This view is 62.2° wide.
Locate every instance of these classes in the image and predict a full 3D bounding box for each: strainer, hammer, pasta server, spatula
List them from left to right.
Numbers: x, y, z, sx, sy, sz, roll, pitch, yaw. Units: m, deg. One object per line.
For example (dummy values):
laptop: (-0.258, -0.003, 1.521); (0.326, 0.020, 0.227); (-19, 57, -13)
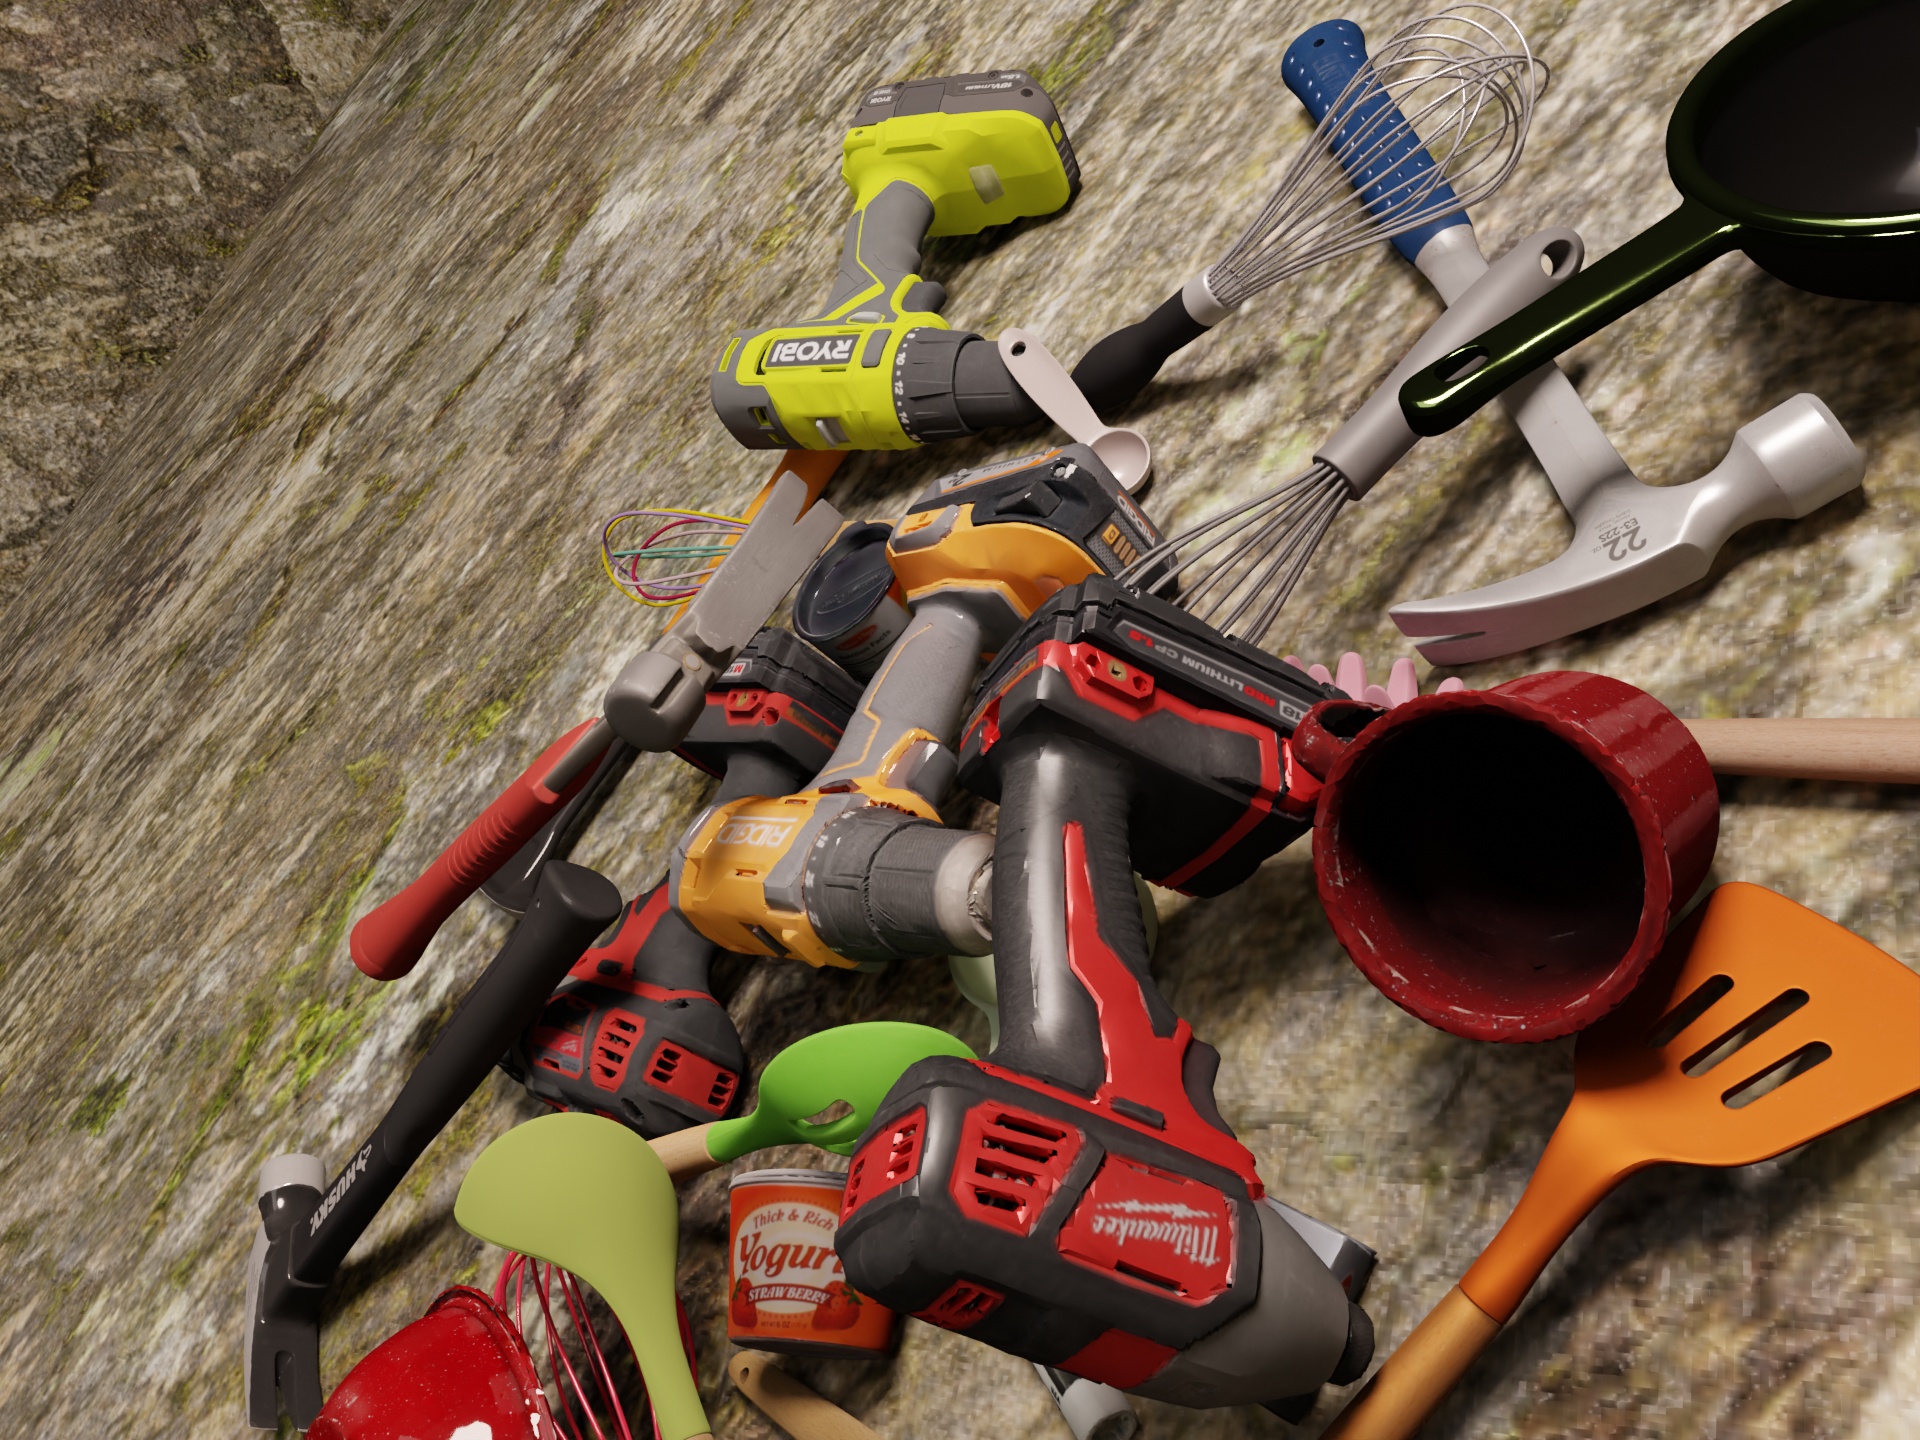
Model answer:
hammer: (-0.242, 0.181, 0.707); (0.334, 0.035, 0.146); (-49, 38, 27)
hammer: (-0.184, 0.028, 0.707); (0.359, 0.036, 0.149); (-37, 17, 41)
hammer: (-0.152, -0.038, 0.874); (0.127, 0.034, 0.337); (21, 75, 52)
spatula: (0.126, 0.175, 0.419); (0.322, 0.041, 0.081); (-51, 36, 5)
hammer: (0.194, -0.183, 0.645); (0.144, 0.035, 0.406); (-32, 40, 22)
pasta server: (0.225, 0.000, 0.454); (0.316, 0.060, 0.040); (2, 94, 43)
strainer: (0.259, -0.146, 0.497); (0.256, 0.069, 0.152); (-31, 39, 6)

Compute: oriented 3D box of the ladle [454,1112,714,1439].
ladle: (-0.081, 0.256, 0.493); (0.062, 0.078, 0.320); (-51, 52, 23)

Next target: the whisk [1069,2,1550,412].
whisk: (0.125, -0.191, 0.659); (0.284, 0.070, 0.070); (-28, 38, 57)

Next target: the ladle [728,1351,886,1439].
ladle: (0.008, 0.240, 0.453); (0.315, 0.031, 0.069); (2, 63, 56)

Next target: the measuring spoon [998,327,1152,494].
measuring spoon: (0.052, -0.145, 0.747); (0.034, 0.018, 0.124); (-39, 56, 8)

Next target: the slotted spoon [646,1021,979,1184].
slotted spoon: (-0.102, 0.166, 0.605); (0.314, 0.070, 0.031); (-30, 37, 45)

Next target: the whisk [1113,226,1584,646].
whisk: (0.131, -0.088, 0.559); (0.239, 0.055, 0.055); (-45, 37, -1)

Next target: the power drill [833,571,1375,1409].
power drill: (0.054, 0.075, 0.449); (0.078, 0.143, 0.220); (-50, 21, 46)

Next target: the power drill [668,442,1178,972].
power drill: (-0.001, -0.002, 0.615); (0.185, 0.084, 0.226); (-2, 48, 53)

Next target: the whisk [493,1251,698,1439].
whisk: (-0.100, 0.277, 0.534); (0.073, 0.073, 0.296); (-46, 43, 5)

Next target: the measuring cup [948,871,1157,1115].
measuring cup: (0.029, 0.116, 0.556); (0.083, 0.038, 0.168); (-16, 50, 37)

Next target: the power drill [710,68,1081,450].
power drill: (-0.015, -0.242, 0.862); (0.190, 0.080, 0.229); (4, 61, 27)

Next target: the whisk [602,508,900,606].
whisk: (-0.085, -0.085, 0.811); (0.245, 0.051, 0.047); (0, 81, 28)

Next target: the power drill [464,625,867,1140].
power drill: (-0.142, 0.074, 0.736); (0.188, 0.080, 0.227); (1, 63, 47)
